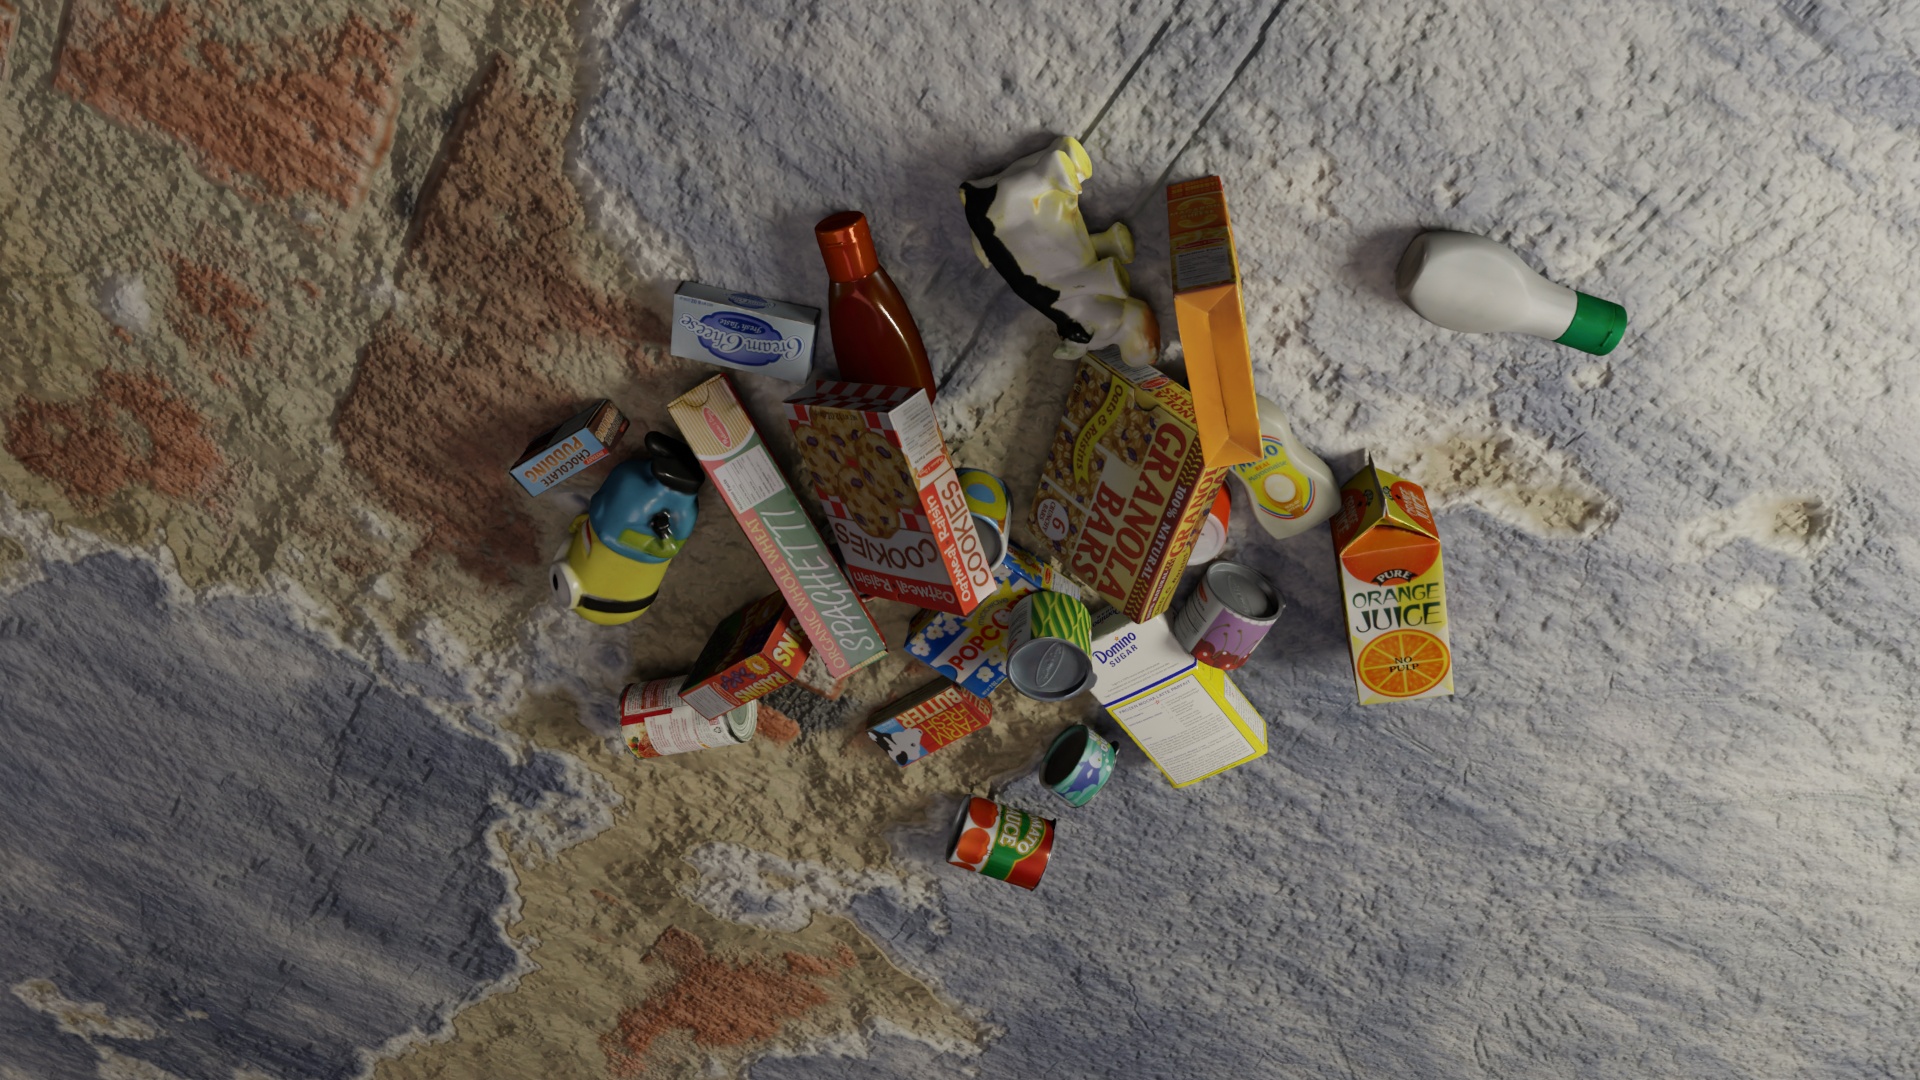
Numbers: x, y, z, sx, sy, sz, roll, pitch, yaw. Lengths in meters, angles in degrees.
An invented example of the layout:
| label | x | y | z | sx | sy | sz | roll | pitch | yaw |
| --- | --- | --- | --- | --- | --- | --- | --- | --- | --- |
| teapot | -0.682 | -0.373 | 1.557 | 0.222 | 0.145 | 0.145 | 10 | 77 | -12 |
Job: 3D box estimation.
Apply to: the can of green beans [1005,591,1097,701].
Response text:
| label | x | y | z | sx | sy | sz | roll | pitch | yaw |
| --- | --- | --- | --- | --- | --- | --- | --- | --- | --- |
| can of green beans | 0.069 | 0.082 | 1.078 | 0.071 | 0.058 | 0.071 | 2 | 127 | 3 |

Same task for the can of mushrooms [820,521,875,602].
| label | x | y | z | sx | sy | sz | roll | pitch | yaw |
| --- | --- | --- | --- | --- | --- | --- | --- | --- | --- |
| can of mushrooms | -0.083 | 0.016 | 1.114 | 0.071 | 0.034 | 0.070 | 4 | 125 | 5 |

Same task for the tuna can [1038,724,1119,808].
| label | x | y | z | sx | sy | sz | roll | pitch | yaw |
| --- | --- | --- | --- | --- | --- | --- | --- | --- | --- |
| tuna can | 0.102 | 0.192 | 1.197 | 0.033 | 0.071 | 0.070 | 37 | 122 | -18 |

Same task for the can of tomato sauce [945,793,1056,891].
| label | x | y | z | sx | sy | sz | roll | pitch | yaw |
| --- | --- | --- | --- | --- | --- | --- | --- | --- | --- |
| can of tomato sauce | 0.036 | 0.272 | 1.261 | 0.083 | 0.071 | 0.070 | 19 | 125 | -6 |

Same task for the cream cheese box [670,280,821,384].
| label | x | y | z | sx | sy | sz | roll | pitch | yaw |
| --- | --- | --- | --- | --- | --- | --- | --- | --- | --- |
| cream cheese box | -0.157 | -0.151 | 1.011 | 0.104 | 0.024 | 0.053 | 12 | 127 | -1 |

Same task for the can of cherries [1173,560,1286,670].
| label | x | y | z | sx | sy | sz | roll | pitch | yaw |
| --- | --- | --- | --- | --- | --- | --- | --- | --- | --- |
| can of cherries | 0.211 | 0.060 | 1.087 | 0.071 | 0.072 | 0.058 | 21 | 125 | -8 |

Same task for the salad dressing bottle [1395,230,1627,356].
| label | x | y | z | sx | sy | sz | roll | pitch | yaw |
| --- | --- | --- | --- | --- | --- | --- | --- | --- | --- |
| salad dressing bottle | 0.367 | -0.161 | 0.925 | 0.148 | 0.044 | 0.064 | 17 | 124 | -6 |

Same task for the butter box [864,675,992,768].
| label | x | y | z | sx | sy | sz | roll | pitch | yaw |
| --- | --- | --- | --- | --- | --- | --- | --- | --- | --- |
| butter box | -0.028 | 0.156 | 1.213 | 0.103 | 0.024 | 0.053 | -31 | 116 | 25 |

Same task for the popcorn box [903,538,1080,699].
| label | x | y | z | sx | sy | sz | roll | pitch | yaw |
| --- | --- | --- | --- | --- | --- | --- | --- | --- | --- |
| popcorn box | 0.026 | 0.063 | 1.131 | 0.085 | 0.038 | 0.126 | 34 | 122 | -18 |

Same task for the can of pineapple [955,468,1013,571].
| label | x | y | z | sx | sy | sz | roll | pitch | yaw |
| --- | --- | --- | --- | --- | --- | --- | --- | --- | --- |
| can of pineapple | 0.004 | -0.013 | 1.067 | 0.071 | 0.058 | 0.070 | 4 | 126 | 5 |

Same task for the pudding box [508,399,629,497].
| label | x | y | z | sx | sy | sz | roll | pitch | yaw |
| --- | --- | --- | --- | --- | --- | --- | --- | --- | --- |
| pudding box | -0.301 | -0.072 | 1.070 | 0.083 | 0.050 | 0.030 | -25 | 117 | 22 |

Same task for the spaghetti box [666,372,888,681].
| label | x | y | z | sx | sy | sz | roll | pitch | yaw |
| --- | --- | --- | --- | --- | --- | --- | --- | --- | --- |
| spaghetti box | -0.137 | -0.008 | 1.058 | 0.050 | 0.029 | 0.249 | -30 | 102 | 2 |

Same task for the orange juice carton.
| label | x | y | z | sx | sy | sz | roll | pitch | yaw |
| --- | --- | --- | --- | --- | --- | --- | --- | --- | --- |
| orange juice carton | 0.323 | 0.028 | 1.047 | 0.073 | 0.072 | 0.191 | -9 | 124 | 13 |

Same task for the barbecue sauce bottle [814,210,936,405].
| label | x | y | z | sx | sy | sz | roll | pitch | yaw |
| --- | --- | --- | --- | --- | --- | --- | --- | --- | --- |
| barbecue sauce bottle | -0.065 | -0.157 | 0.982 | 0.065 | 0.044 | 0.147 | -3 | 124 | 20 |

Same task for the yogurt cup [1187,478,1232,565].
| label | x | y | z | sx | sy | sz | roll | pitch | yaw |
| --- | --- | --- | --- | --- | --- | --- | --- | --- | --- |
| yogurt cup | 0.171 | -0.018 | 1.045 | 0.072 | 0.054 | 0.072 | 4 | 127 | 5 |

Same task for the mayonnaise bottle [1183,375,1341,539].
| label | x | y | z | sx | sy | sz | roll | pitch | yaw |
| --- | --- | --- | --- | --- | --- | --- | --- | --- | --- |
| mayonnaise bottle | 0.216 | -0.068 | 1.010 | 0.064 | 0.041 | 0.147 | -29 | 118 | 27 |

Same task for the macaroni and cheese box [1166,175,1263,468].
| label | x | y | z | sx | sy | sz | roll | pitch | yaw |
| --- | --- | --- | --- | --- | --- | --- | --- | --- | --- |
| macaroni and cheese box | 0.162 | -0.143 | 0.887 | 0.040 | 0.167 | 0.123 | -8 | 124 | 13 |

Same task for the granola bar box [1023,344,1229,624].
| label | x | y | z | sx | sy | sz | roll | pitch | yaw |
| --- | --- | --- | --- | --- | --- | --- | --- | --- | --- |
| granola bar box | 0.120 | -0.040 | 1.002 | 0.124 | 0.039 | 0.164 | 40 | 132 | 29 |

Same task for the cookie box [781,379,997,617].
| label | x | y | z | sx | sy | sz | roll | pitch | yaw |
| --- | --- | --- | --- | --- | --- | --- | --- | --- | --- |
| cookie box | -0.052 | -0.031 | 1.004 | 0.123 | 0.040 | 0.166 | 10 | 129 | 46 |

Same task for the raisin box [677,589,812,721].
| label | x | y | z | sx | sy | sz | roll | pitch | yaw |
| --- | --- | --- | --- | --- | --- | --- | --- | --- | --- |
| raisin box | -0.166 | 0.089 | 1.127 | 0.040 | 0.086 | 0.123 | 44 | 134 | -19 |
